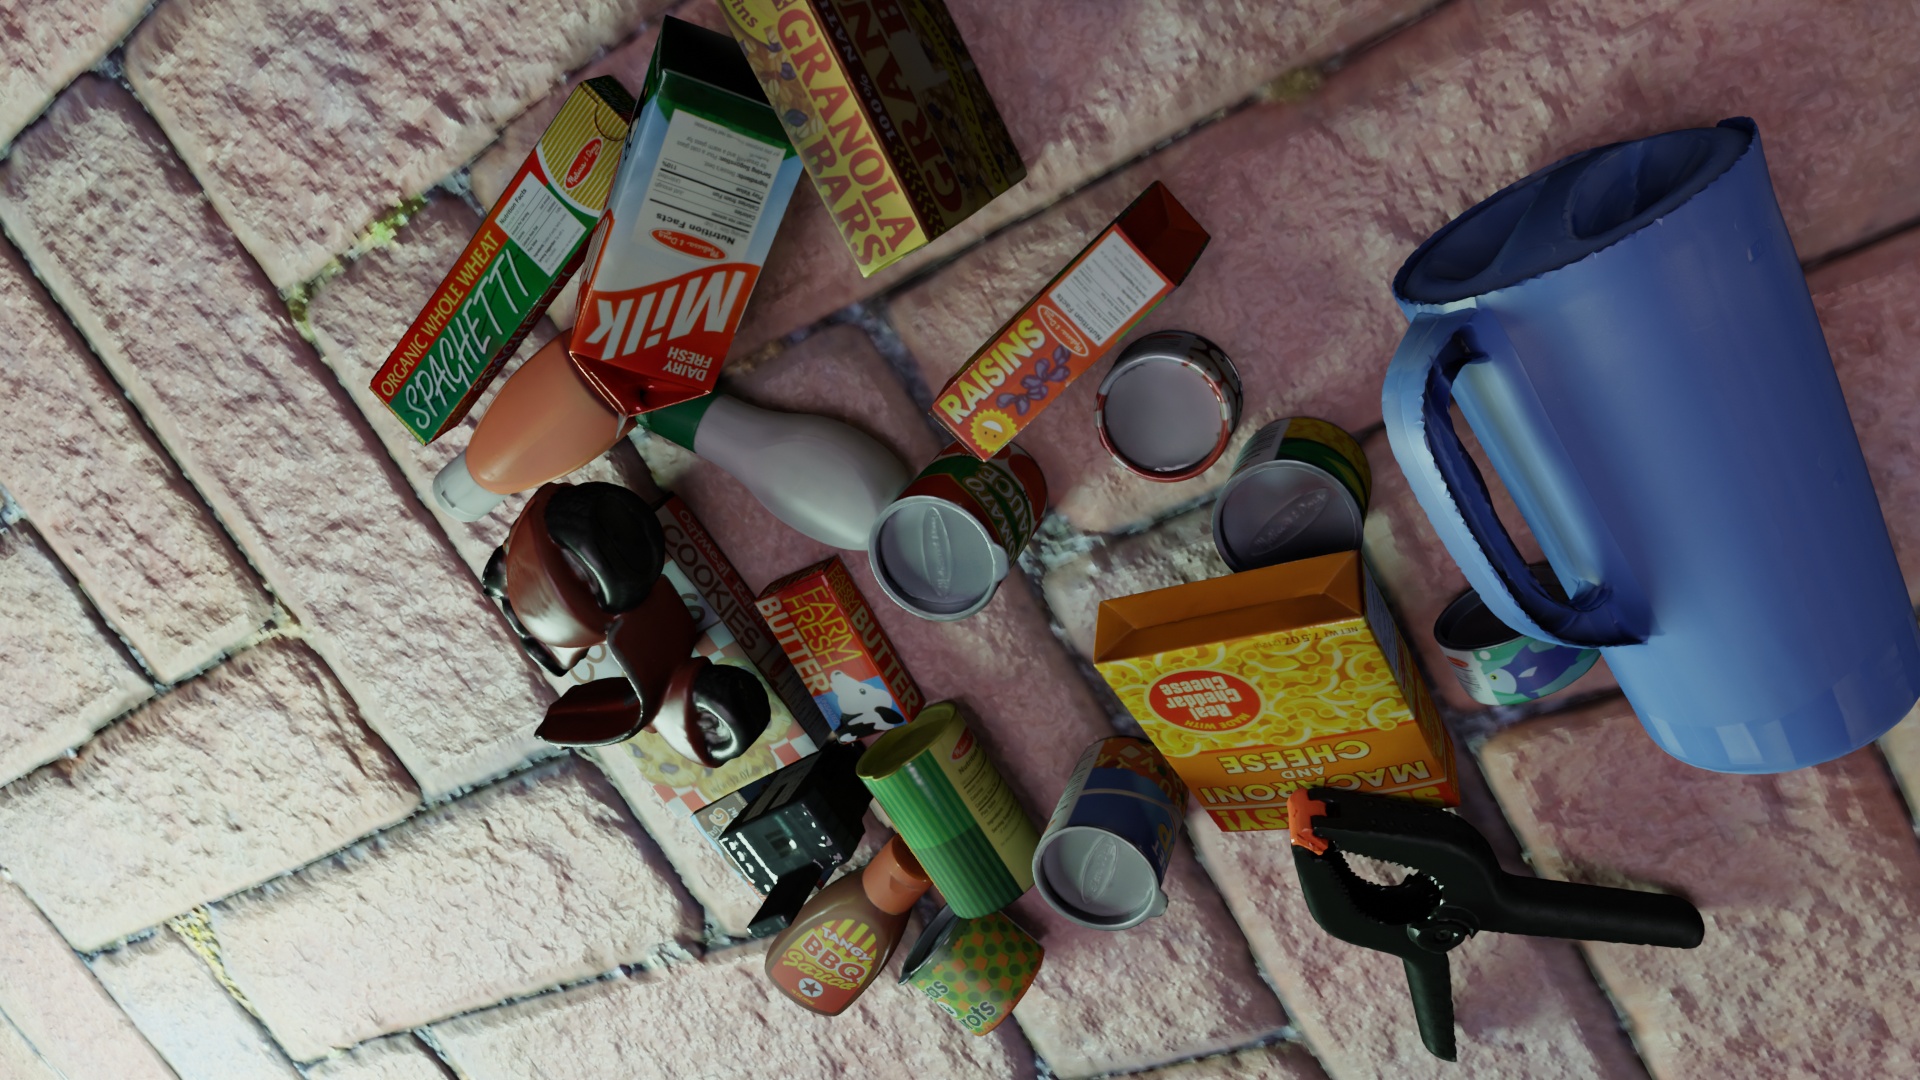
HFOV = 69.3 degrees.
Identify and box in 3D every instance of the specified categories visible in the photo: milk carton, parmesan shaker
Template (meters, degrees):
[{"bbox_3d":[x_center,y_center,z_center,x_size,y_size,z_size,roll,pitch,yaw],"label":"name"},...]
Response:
[{"bbox_3d":[-0.137,-0.142,0.670,0.073,0.073,0.189,15,124,-22],"label":"milk carton"},{"bbox_3d":[-0.005,0.153,0.777,0.071,0.072,0.103,-26,104,30],"label":"parmesan shaker"}]

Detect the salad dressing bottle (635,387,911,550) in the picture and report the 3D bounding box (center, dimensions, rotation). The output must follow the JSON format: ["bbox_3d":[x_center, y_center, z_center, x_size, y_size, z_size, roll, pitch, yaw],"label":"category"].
[{"bbox_3d":[-0.100,-0.046,0.734,0.148,0.044,0.064,27,123,9],"label":"salad dressing bottle"}]

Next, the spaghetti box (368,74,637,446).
[{"bbox_3d":[-0.243,-0.144,0.750,0.050,0.029,0.249,47,122,-5],"label":"spaghetti box"}]

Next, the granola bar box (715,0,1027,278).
[{"bbox_3d":[-0.041,-0.207,0.583,0.039,0.125,0.165,-20,106,30],"label":"granola bar box"}]

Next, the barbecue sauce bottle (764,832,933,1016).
[{"bbox_3d":[-0.062,0.234,0.856,0.065,0.044,0.147,34,122,-5],"label":"barbecue sauce bottle"}]

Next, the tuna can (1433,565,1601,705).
[{"bbox_3d":[0.254,0.041,0.625,0.071,0.071,0.032,-24,105,29],"label":"tuna can"}]

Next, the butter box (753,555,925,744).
[{"bbox_3d":[-0.068,0.063,0.786,0.053,0.024,0.103,-21,105,29],"label":"butter box"}]

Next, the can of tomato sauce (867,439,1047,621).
[{"bbox_3d":[0.002,-0.009,0.688,0.071,0.083,0.071,9,118,17],"label":"can of tomato sauce"}]

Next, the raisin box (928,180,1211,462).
[{"bbox_3d":[0.049,-0.098,0.624,0.040,0.086,0.123,44,122,-6],"label":"raisin box"}]

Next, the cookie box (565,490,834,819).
[{"bbox_3d":[-0.168,0.070,0.820,0.122,0.040,0.167,-29,102,29],"label":"cookie box"}]

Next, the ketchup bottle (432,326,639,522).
[{"bbox_3d":[-0.243,-0.059,0.783,0.148,0.044,0.064,-31,100,31],"label":"ketchup bottle"}]

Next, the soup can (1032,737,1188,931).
[{"bbox_3d":[0.084,0.155,0.736,0.071,0.084,0.071,9,118,17],"label":"soup can"}]

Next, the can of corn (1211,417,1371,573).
[{"bbox_3d":[0.156,-0.015,0.639,0.071,0.058,0.070,9,118,17],"label":"can of corn"}]

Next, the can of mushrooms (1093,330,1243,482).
[{"bbox_3d":[0.099,-0.061,0.654,0.071,0.033,0.070,8,117,17],"label":"can of mushrooms"}]

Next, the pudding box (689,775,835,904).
[{"bbox_3d":[-0.122,0.186,0.865,0.049,0.030,0.083,-32,100,31],"label":"pudding box"}]

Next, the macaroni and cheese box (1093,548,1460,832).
[{"bbox_3d":[0.153,0.080,0.658,0.123,0.040,0.166,-13,136,27],"label":"macaroni and cheese box"}]

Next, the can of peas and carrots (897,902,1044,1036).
[{"bbox_3d":[0.006,0.251,0.822,0.059,0.071,0.070,39,122,-1],"label":"can of peas and carrots"}]
